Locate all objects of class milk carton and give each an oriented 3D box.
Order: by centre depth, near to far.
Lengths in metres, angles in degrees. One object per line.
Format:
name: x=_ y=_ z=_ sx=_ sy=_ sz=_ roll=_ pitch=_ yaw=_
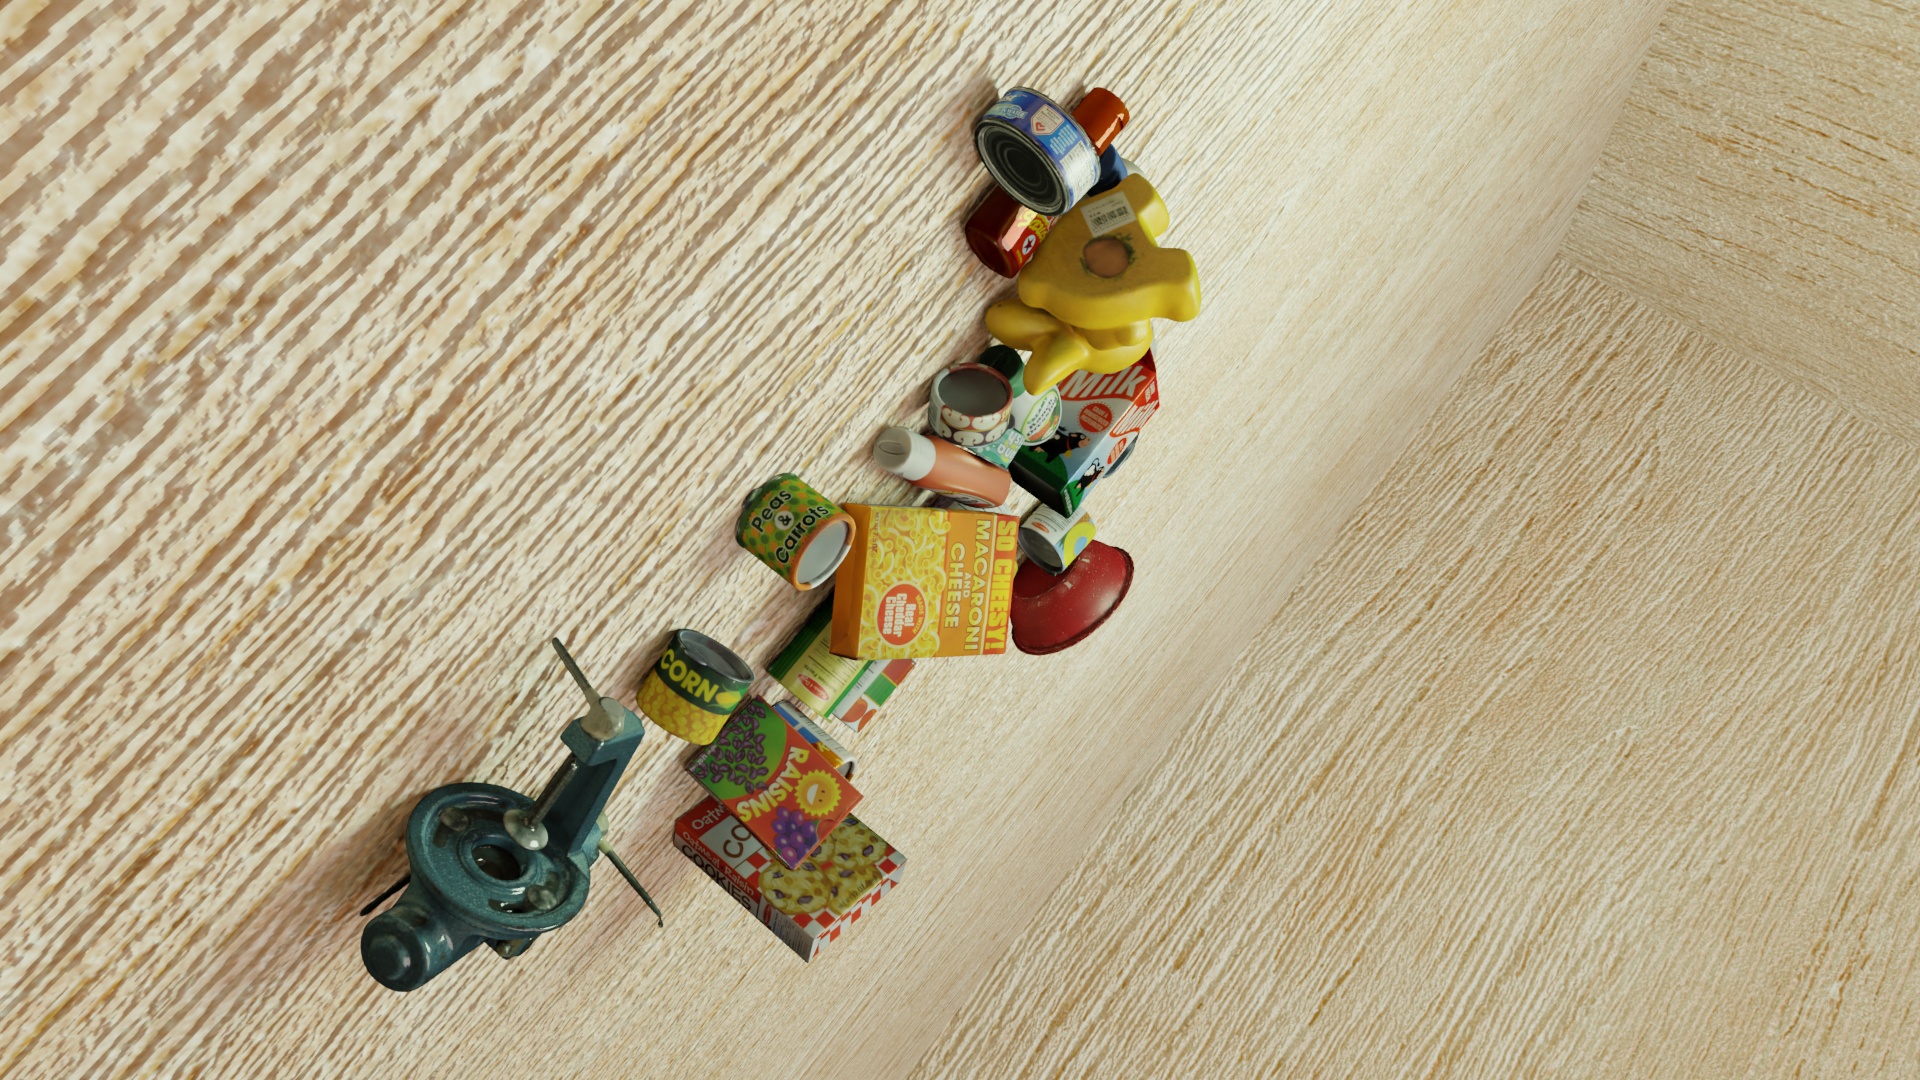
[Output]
milk carton: x=0.130 y=-0.123 z=1.338 sx=0.191 sy=0.073 sz=0.072 roll=-50 pitch=159 yaw=-11

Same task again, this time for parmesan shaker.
parmesan shaker: x=-0.104 y=0.093 z=1.175 sx=0.103 sy=0.071 sz=0.071 roll=-51 pitch=159 yaw=-9

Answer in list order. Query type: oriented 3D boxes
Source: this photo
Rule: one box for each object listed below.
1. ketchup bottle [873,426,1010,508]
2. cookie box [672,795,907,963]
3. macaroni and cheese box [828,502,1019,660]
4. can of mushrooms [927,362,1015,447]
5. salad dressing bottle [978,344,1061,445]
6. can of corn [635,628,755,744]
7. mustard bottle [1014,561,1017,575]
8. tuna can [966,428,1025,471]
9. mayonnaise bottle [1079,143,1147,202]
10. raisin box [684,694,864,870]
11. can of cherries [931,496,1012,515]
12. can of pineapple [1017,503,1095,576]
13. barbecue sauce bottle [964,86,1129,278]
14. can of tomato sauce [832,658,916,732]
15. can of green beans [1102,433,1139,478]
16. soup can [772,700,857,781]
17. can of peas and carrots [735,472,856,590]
ketchup bottle: x=-0.018 y=-0.061 z=1.139 sx=0.149 sy=0.065 sz=0.043 roll=19 pitch=85 yaw=-60
cookie box: x=-0.151 y=0.274 z=1.223 sx=0.123 sy=0.168 sz=0.040 roll=-32 pitch=148 yaw=-44
macaroni and cheese box: x=-0.028 y=0.034 z=1.151 sx=0.167 sy=0.040 sz=0.123 roll=3 pitch=95 yaw=-44
can of mushrooms: x=0.010 y=-0.108 z=1.105 sx=0.071 sy=0.071 sz=0.033 roll=-40 pitch=154 yaw=-34
salad dressing bottle: x=0.050 y=-0.126 z=1.200 sx=0.064 sy=0.044 sz=0.147 roll=-52 pitch=159 yaw=-1
can of corn: x=-0.193 y=0.106 z=1.006 sx=0.058 sy=0.071 sz=0.071 roll=-56 pitch=160 yaw=6
mustard bottle: x=0.020 y=0.026 z=1.345 sx=0.065 sy=0.049 sz=0.160 roll=-53 pitch=168 yaw=-7
tuna can: x=0.021 y=-0.089 z=1.157 sx=0.033 sy=0.071 sz=0.071 roll=-58 pitch=159 yaw=8
mayonnaise bottle: x=0.127 y=-0.279 z=1.130 sx=0.064 sy=0.041 sz=0.148 roll=-52 pitch=158 yaw=4
raisin box: x=-0.155 y=0.201 z=1.154 sx=0.086 sy=0.123 sz=0.040 roll=-46 pitch=-178 yaw=-20
can of cherries: x=0.004 y=-0.016 z=1.250 sx=0.058 sy=0.071 sz=0.071 roll=-46 pitch=158 yaw=-22
can of pineapple: x=0.101 y=-0.007 z=1.468 sx=0.058 sy=0.071 sz=0.070 roll=-45 pitch=158 yaw=-22
barbecue sauce bottle: x=0.065 y=-0.265 z=1.014 sx=0.149 sy=0.044 sz=0.064 roll=-52 pitch=158 yaw=-8
can of tomato sauce: x=-0.090 y=0.123 z=1.257 sx=0.083 sy=0.071 sz=0.071 roll=-50 pitch=159 yaw=-7
can of green beans: x=0.140 y=-0.106 z=1.408 sx=0.071 sy=0.058 sz=0.071 roll=-44 pitch=157 yaw=-24
soup can: x=-0.145 y=0.195 z=1.229 sx=0.071 sy=0.084 sz=0.071 roll=-44 pitch=158 yaw=-23
can of peas and carrots: x=-0.119 y=-0.007 z=1.000 sx=0.071 sy=0.059 sz=0.070 roll=-45 pitch=158 yaw=-24
